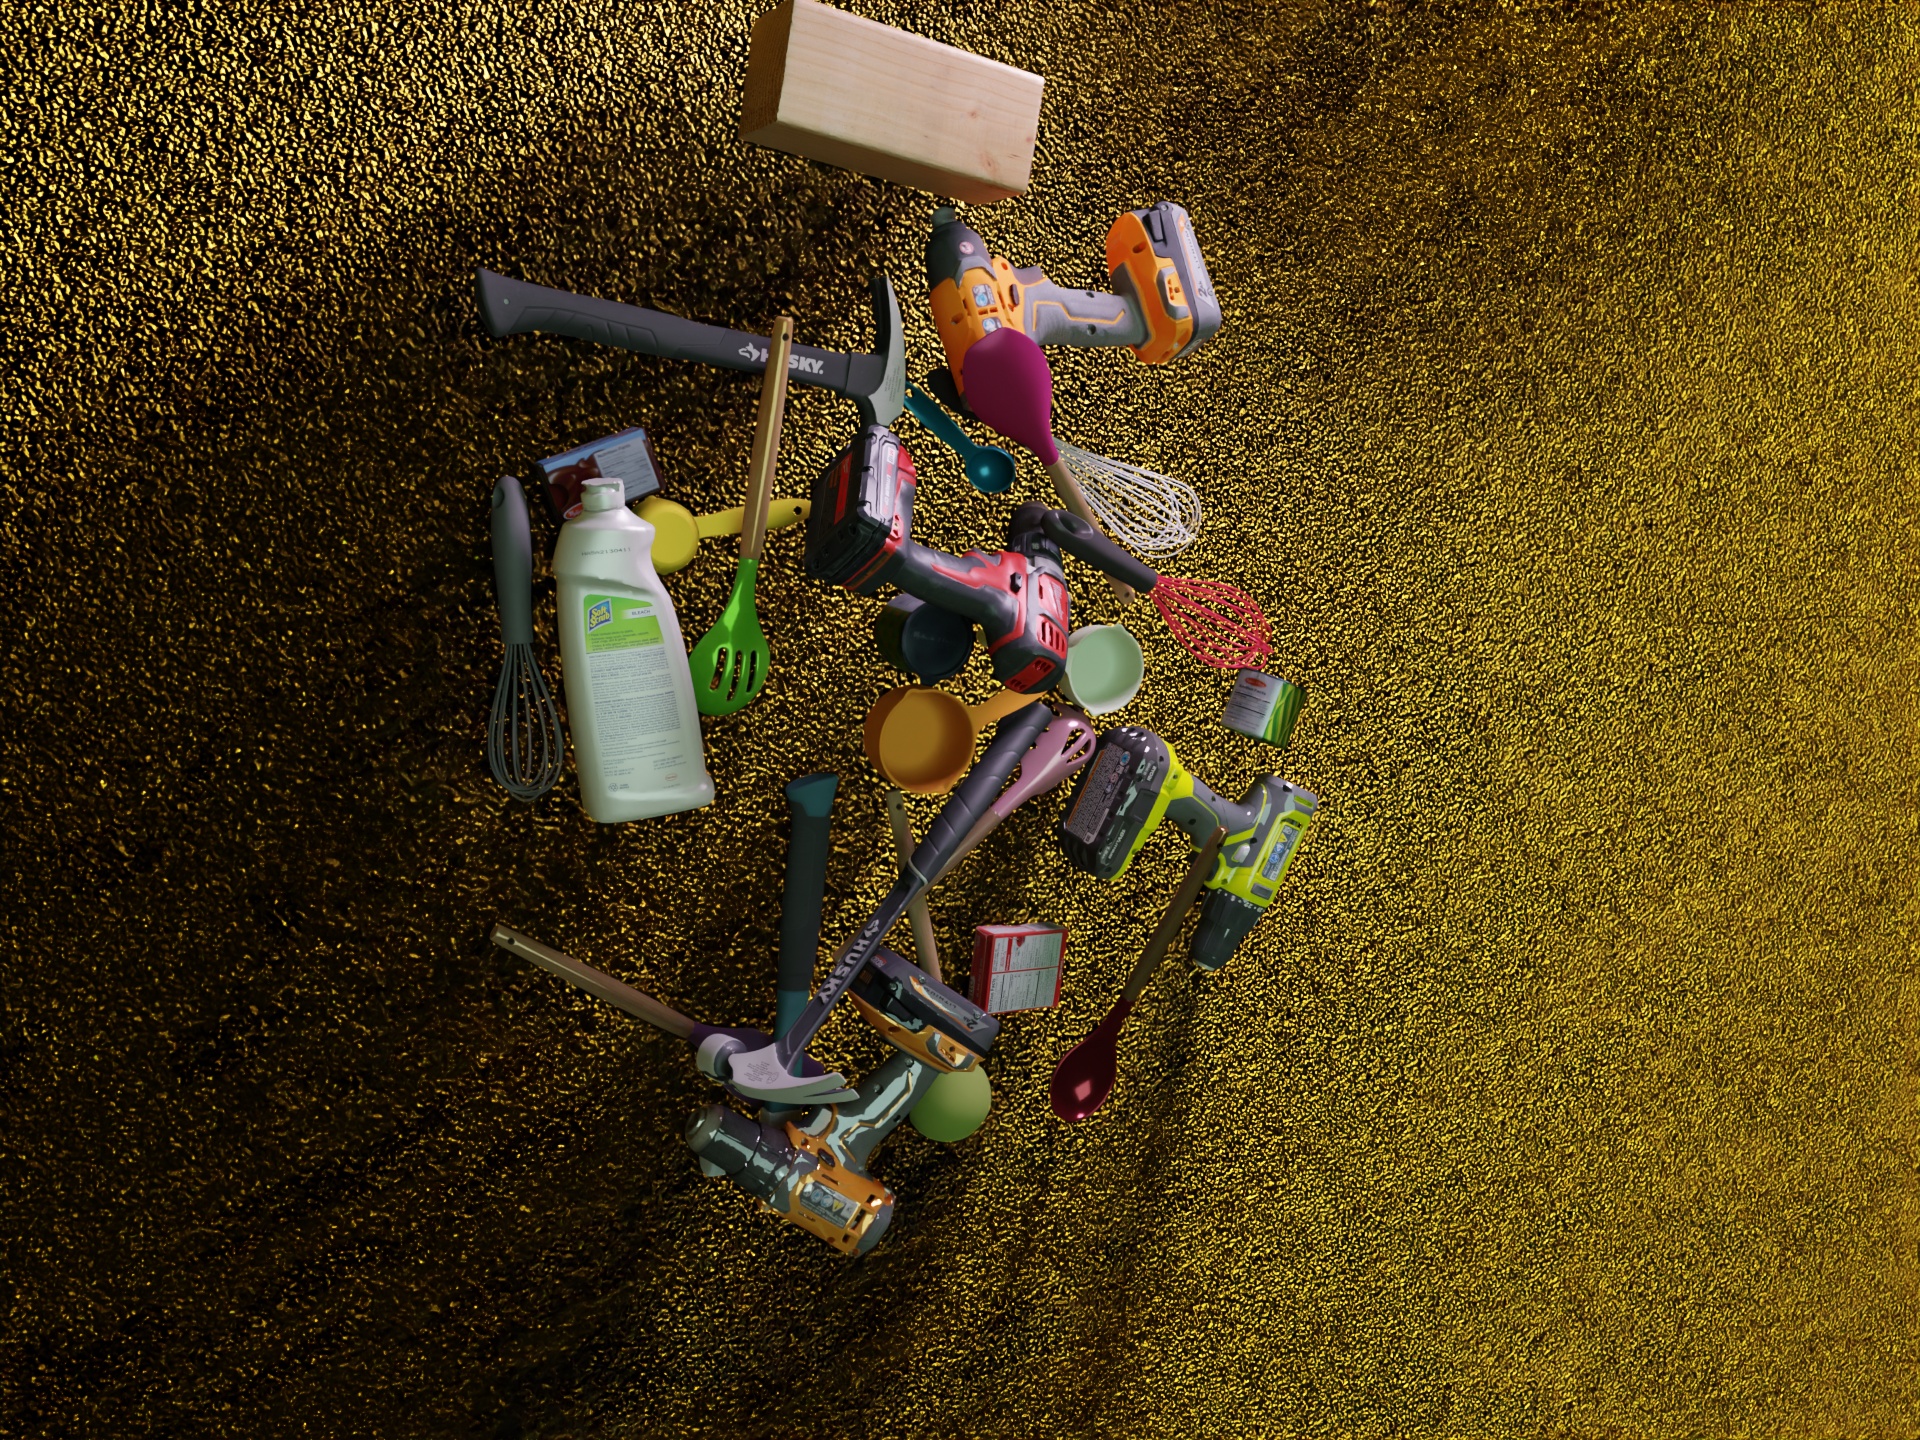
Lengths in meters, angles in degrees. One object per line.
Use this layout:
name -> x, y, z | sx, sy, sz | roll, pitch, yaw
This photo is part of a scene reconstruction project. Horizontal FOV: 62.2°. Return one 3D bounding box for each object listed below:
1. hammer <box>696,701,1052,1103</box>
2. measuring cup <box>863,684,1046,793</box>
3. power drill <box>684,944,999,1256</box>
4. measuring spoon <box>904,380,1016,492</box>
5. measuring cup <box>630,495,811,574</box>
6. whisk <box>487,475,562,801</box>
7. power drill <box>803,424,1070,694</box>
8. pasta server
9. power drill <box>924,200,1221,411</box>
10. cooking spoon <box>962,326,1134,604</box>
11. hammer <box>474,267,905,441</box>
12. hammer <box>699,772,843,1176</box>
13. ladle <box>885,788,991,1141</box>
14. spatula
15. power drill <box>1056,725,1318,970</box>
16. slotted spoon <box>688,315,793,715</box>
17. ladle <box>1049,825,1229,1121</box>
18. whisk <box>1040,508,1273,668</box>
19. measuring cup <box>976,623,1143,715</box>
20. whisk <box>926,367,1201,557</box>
hammer -> -0.042, 0.136, 1.278 | 0.409, 0.149, 0.036 | -53, 129, -27
measuring cup -> -0.002, -0.004, 1.336 | 0.173, 0.052, 0.095 | -27, 110, -22
power drill -> -0.096, 0.295, 1.280 | 0.185, 0.084, 0.226 | 36, 83, -21
measuring spoon -> -0.005, -0.239, 1.310 | 0.128, 0.021, 0.042 | 41, 124, -19
measuring cup -> -0.182, -0.151, 1.229 | 0.156, 0.029, 0.062 | -14, 106, -22
whisk -> -0.325, -0.059, 1.169 | 0.055, 0.055, 0.239 | -5, 98, -26
power drill -> -0.005, -0.139, 1.257 | 0.226, 0.080, 0.188 | 28, 45, -27
pasta server -> 0.007, 0.097, 1.353 | 0.316, 0.040, 0.060 | -42, 113, -18
power drill -> 0.082, -0.352, 1.290 | 0.226, 0.084, 0.164 | -17, 85, -20
cooking spoon -> 0.084, -0.196, 1.300 | 0.069, 0.017, 0.318 | -34, 136, 3
hammer -> -0.195, -0.290, 1.196 | 0.334, 0.035, 0.146 | 6, 97, -27
hammer -> -0.137, 0.207, 1.308 | 0.128, 0.033, 0.331 | 4, 95, -33
ladle -> -0.032, 0.213, 1.374 | 0.078, 0.062, 0.320 | -16, 99, -28
spatula -> -0.241, 0.241, 1.281 | 0.315, 0.018, 0.060 | 35, 80, -28
power drill -> 0.204, 0.117, 1.449 | 0.228, 0.080, 0.190 | 24, 93, -30
slotted spoon -> -0.160, -0.150, 1.219 | 0.070, 0.031, 0.313 | 2, 105, -33
ladle -> 0.162, 0.228, 1.429 | 0.069, 0.031, 0.315 | 16, 110, -31
whisk -> 0.173, -0.113, 1.373 | 0.295, 0.073, 0.073 | 26, 88, -38
measuring cup -> 0.080, -0.056, 1.376 | 0.167, 0.038, 0.083 | 14, 93, -26
whisk -> 0.090, -0.222, 1.342 | 0.284, 0.070, 0.070 | 28, 87, -24
